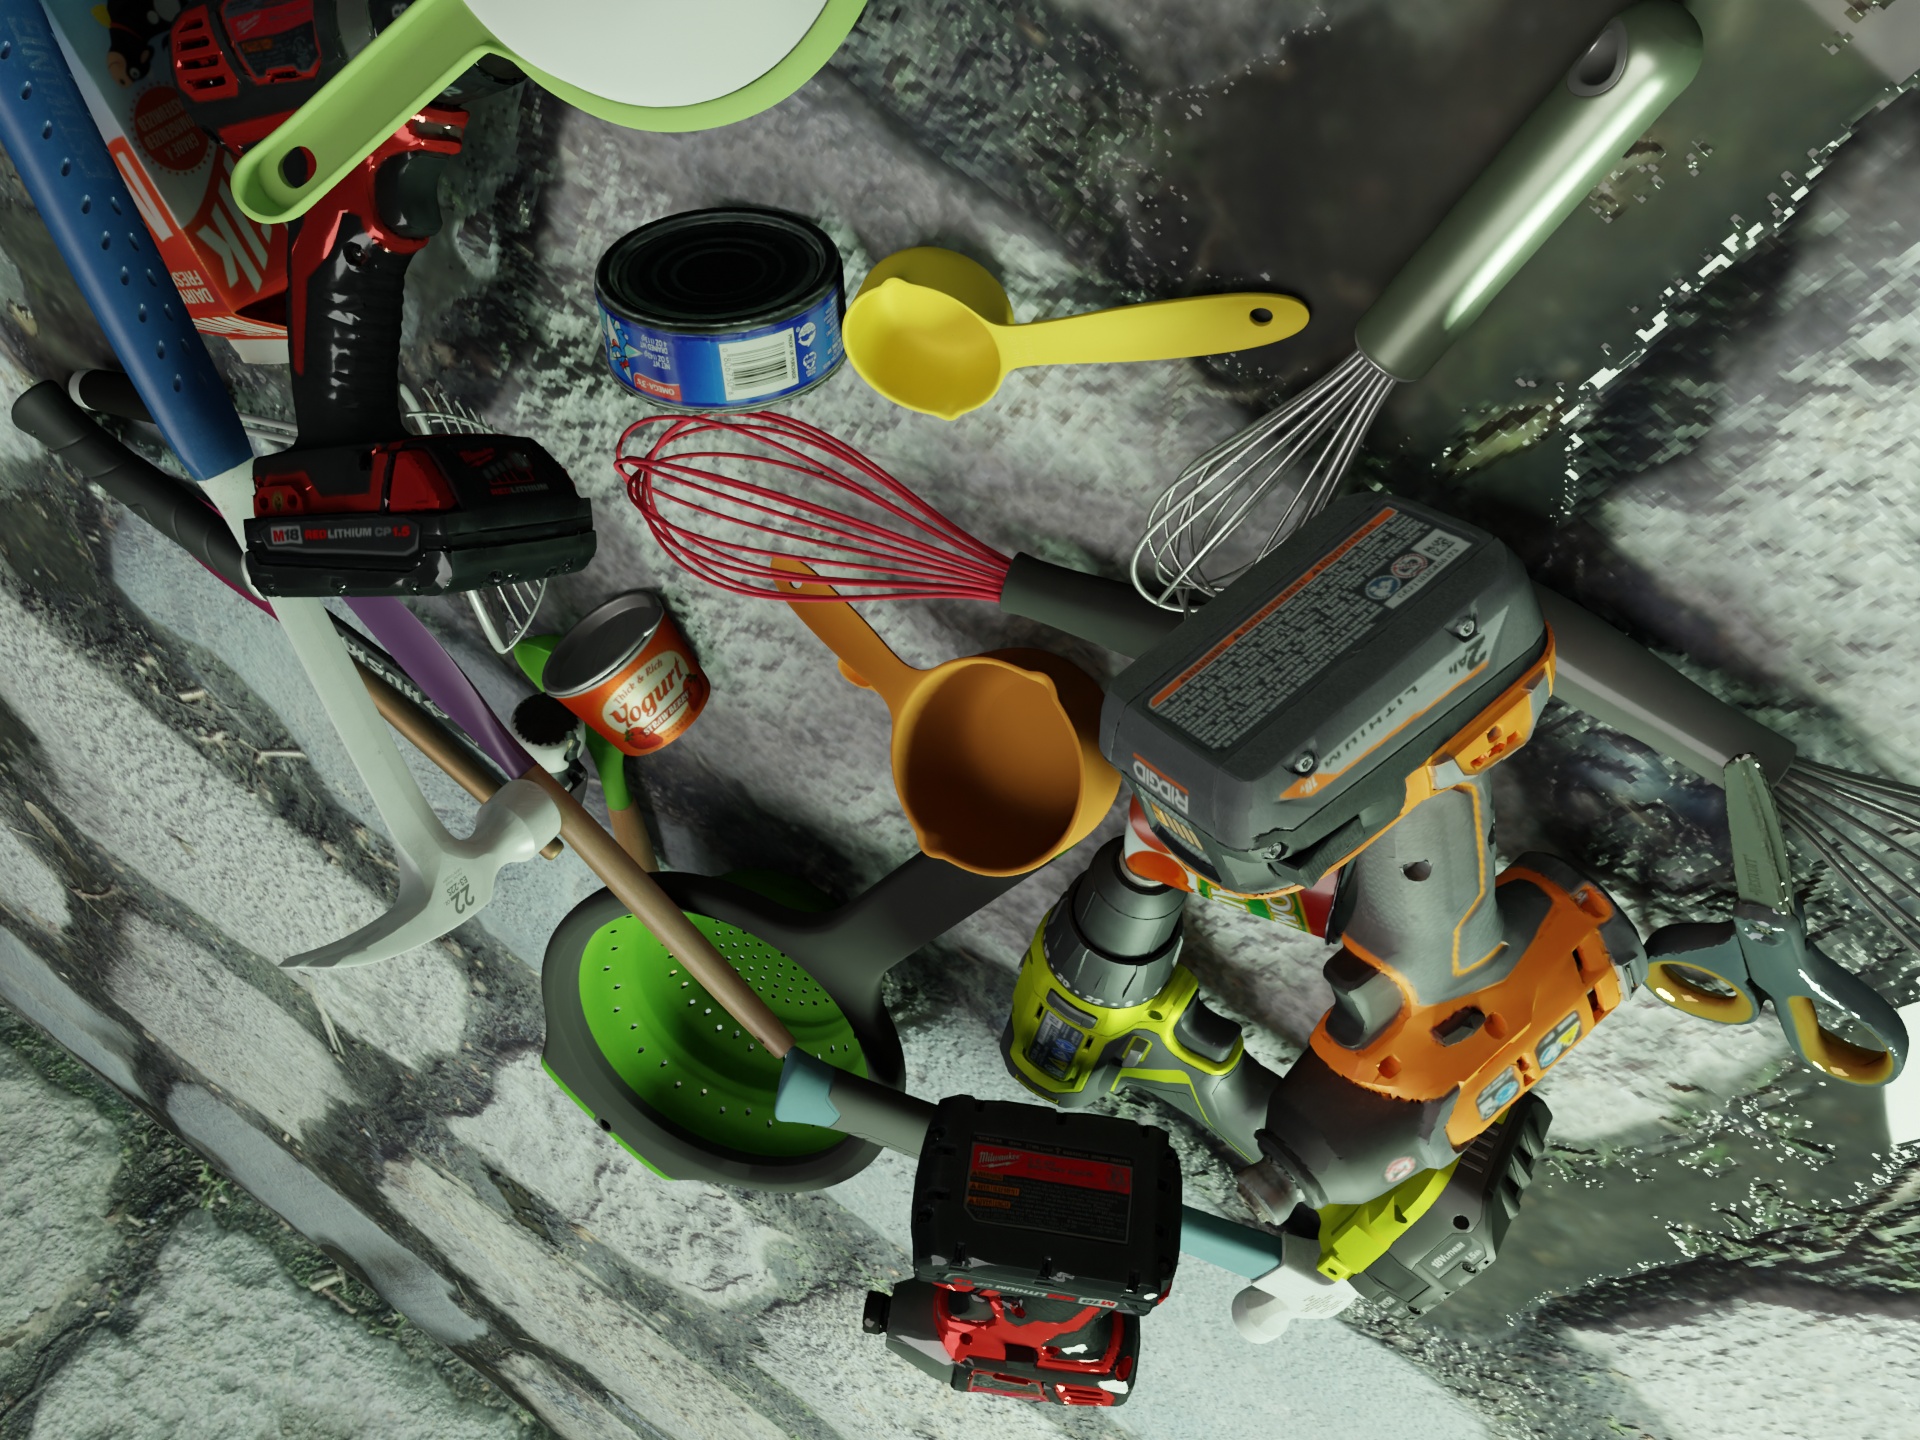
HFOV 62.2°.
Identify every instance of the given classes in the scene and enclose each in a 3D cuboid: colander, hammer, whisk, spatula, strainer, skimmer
[{"bbox_3d":[-0.061,0.107,0.810,0.204,0.094,0.397,46,126,-9],"label":"colander"},{"bbox_3d":[-0.284,-0.086,0.618,0.035,0.144,0.405,-5,117,29],"label":"hammer"},{"bbox_3d":[-0.367,-0.066,0.873,0.409,0.036,0.149,34,148,10],"label":"hammer"},{"bbox_3d":[0.057,0.235,0.797,0.331,0.033,0.128,24,135,-15],"label":"hammer"},{"bbox_3d":[0.122,-0.103,0.465,0.059,0.058,0.246,9,146,-21],"label":"whisk"},{"bbox_3d":[0.001,-0.058,0.599,0.296,0.073,0.073,19,140,12],"label":"whisk"},{"bbox_3d":[0.248,0.014,0.484,0.239,0.055,0.055,33,143,12],"label":"whisk"},{"bbox_3d":[-0.188,0.043,0.756,0.316,0.018,0.060,48,148,-6],"label":"spatula"},{"bbox_3d":[-0.140,-0.215,0.454,0.256,0.069,0.151,-27,105,25],"label":"strainer"},{"bbox_3d":[-0.337,-0.122,0.771,0.363,0.090,0.127,15,139,27],"label":"skimmer"}]

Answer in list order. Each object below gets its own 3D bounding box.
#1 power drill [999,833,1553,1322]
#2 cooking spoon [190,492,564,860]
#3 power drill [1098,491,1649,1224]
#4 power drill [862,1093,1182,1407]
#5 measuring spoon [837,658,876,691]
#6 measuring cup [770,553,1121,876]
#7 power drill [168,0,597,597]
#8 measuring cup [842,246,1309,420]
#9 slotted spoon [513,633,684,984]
[{"bbox_3d":[0.130,0.151,0.696,0.228,0.080,0.190,31,146,12],"label":"power drill"},{"bbox_3d":[-0.361,-0.027,0.952,0.319,0.017,0.068,43,143,-6],"label":"cooking spoon"},{"bbox_3d":[0.129,0.061,0.505,0.084,0.164,0.226,39,164,51],"label":"power drill"},{"bbox_3d":[0.025,0.266,0.760,0.143,0.079,0.219,8,141,2],"label":"power drill"},{"bbox_3d":[-0.001,-0.002,0.698,0.117,0.011,0.021,27,147,7],"label":"measuring spoon"},{"bbox_3d":[-0.007,-0.014,0.651,0.174,0.052,0.095,44,119,19],"label":"measuring cup"},{"bbox_3d":[-0.190,-0.161,0.570,0.188,0.080,0.226,2,102,28],"label":"power drill"},{"bbox_3d":[0.036,-0.133,0.519,0.156,0.029,0.062,1,143,22],"label":"measuring cup"},{"bbox_3d":[-0.189,0.061,0.901,0.070,0.031,0.313,21,142,21],"label":"slotted spoon"}]
